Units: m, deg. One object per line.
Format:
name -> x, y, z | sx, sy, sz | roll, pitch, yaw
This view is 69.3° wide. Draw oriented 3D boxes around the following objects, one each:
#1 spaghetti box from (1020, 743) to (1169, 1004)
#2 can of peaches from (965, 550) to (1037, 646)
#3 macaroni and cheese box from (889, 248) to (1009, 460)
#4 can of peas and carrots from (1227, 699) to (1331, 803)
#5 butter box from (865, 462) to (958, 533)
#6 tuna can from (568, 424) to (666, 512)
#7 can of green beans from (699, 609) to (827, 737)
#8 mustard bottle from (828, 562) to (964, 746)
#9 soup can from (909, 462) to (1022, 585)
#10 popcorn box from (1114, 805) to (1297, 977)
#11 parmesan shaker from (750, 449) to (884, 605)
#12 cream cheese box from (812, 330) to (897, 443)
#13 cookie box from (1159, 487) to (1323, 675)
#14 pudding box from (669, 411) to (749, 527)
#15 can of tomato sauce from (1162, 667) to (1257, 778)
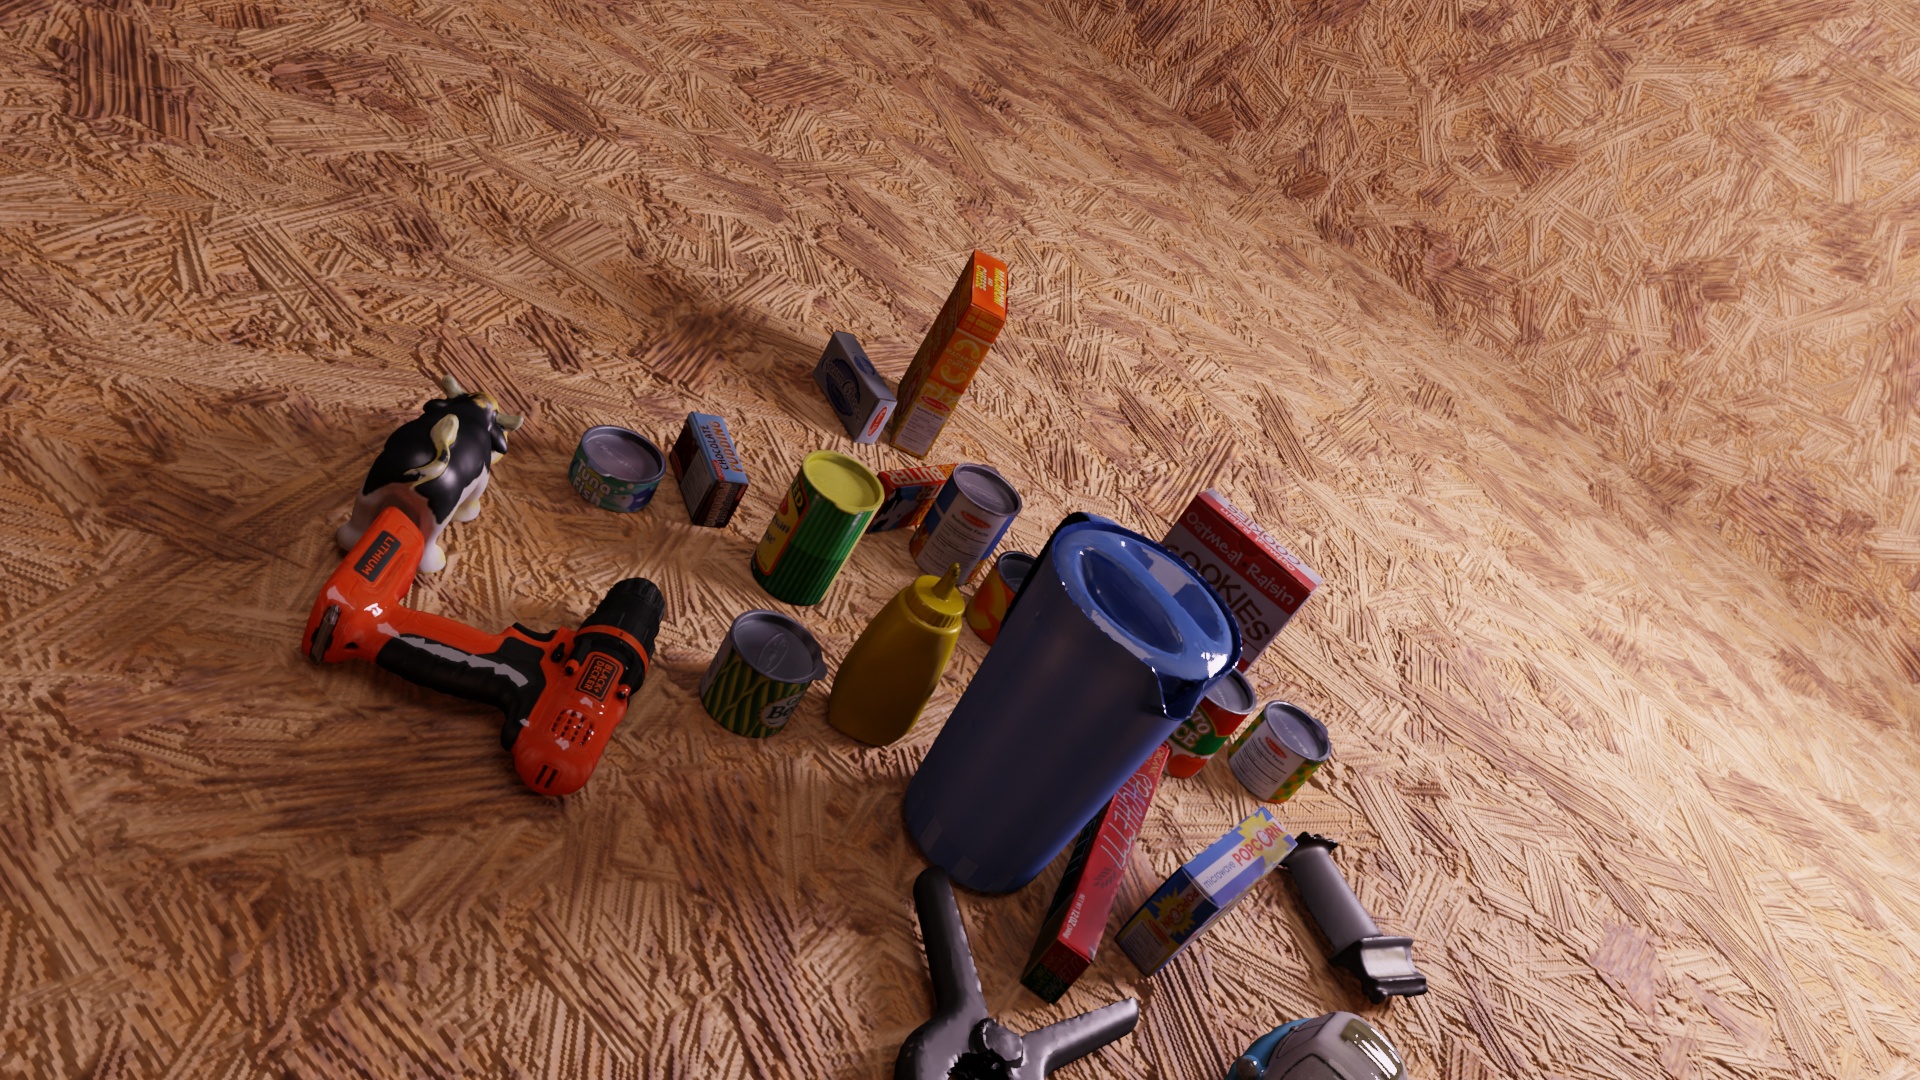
spaghetti box -> 0.099, 0.218, 0.968 | 0.029, 0.050, 0.251 | 34, 31, 2
can of peaches -> 0.046, 0.053, 1.144 | 0.071, 0.057, 0.071 | 23, 32, -16
macaroni and cheese box -> -0.010, -0.175, 1.308 | 0.040, 0.165, 0.124 | 24, 32, -14
can of peas and carrots -> 0.269, 0.177, 1.169 | 0.071, 0.058, 0.071 | 23, 32, -16
butter box -> -0.040, -0.037, 1.197 | 0.104, 0.053, 0.024 | -10, 51, -48
tuna can -> -0.259, -0.053, 1.042 | 0.071, 0.032, 0.071 | 23, 32, -16
can of green beans -> -0.134, 0.090, 0.932 | 0.071, 0.057, 0.071 | 23, 32, -16
mustard bottle -> -0.035, 0.072, 0.947 | 0.065, 0.159, 0.049 | 25, 32, -13
soup can -> 0.004, -0.015, 1.176 | 0.071, 0.083, 0.072 | 23, 32, -16
popcorn box -> 0.172, 0.243, 0.966 | 0.038, 0.084, 0.127 | 46, 33, 21
parmesan shaker -> -0.109, -0.007, 1.045 | 0.071, 0.102, 0.072 | 23, 32, -16
cream cheese box -> -0.100, -0.142, 1.290 | 0.024, 0.053, 0.104 | 3, 42, -40
cookie box -> 0.207, 0.057, 1.176 | 0.123, 0.166, 0.040 | 42, 32, 14
pudding box -> -0.198, -0.056, 1.086 | 0.030, 0.049, 0.084 | 7, 39, -36
can of tomato sauce -> 0.187, 0.142, 1.122 | 0.071, 0.082, 0.071 | 23, 32, -16
